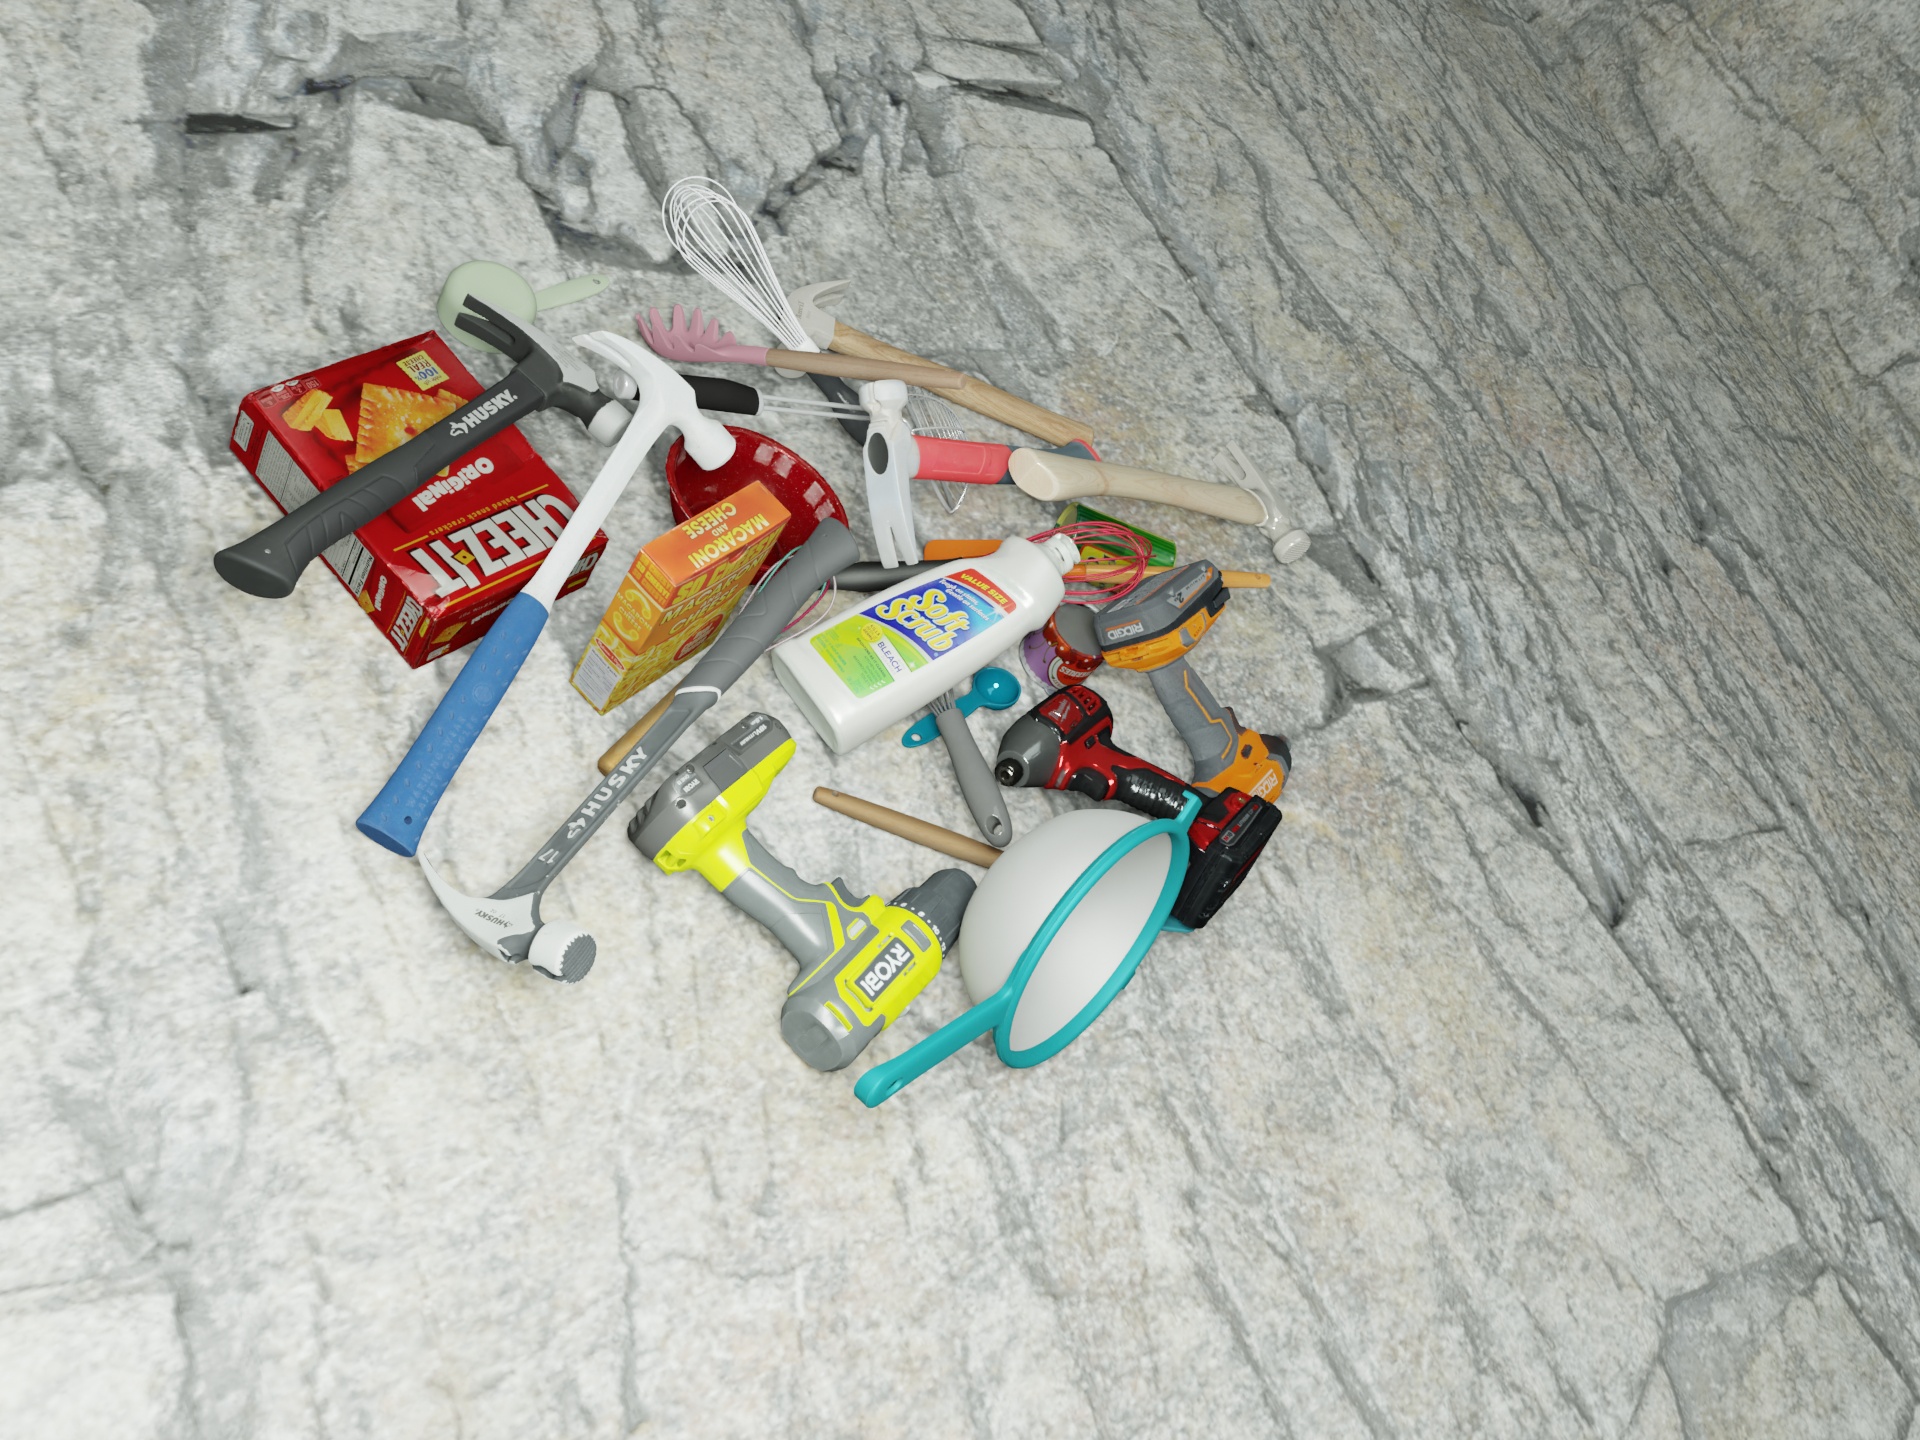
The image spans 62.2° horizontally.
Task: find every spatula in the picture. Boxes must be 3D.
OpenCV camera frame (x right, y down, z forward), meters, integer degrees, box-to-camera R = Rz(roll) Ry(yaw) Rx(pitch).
[{"bbox_3d":[0.128,-0.127,1.418,0.322,0.041,0.081,1,65,-19],"label":"spatula"},{"bbox_3d":[0.036,0.101,1.242,0.317,0.044,0.082,21,36,-17],"label":"spatula"}]

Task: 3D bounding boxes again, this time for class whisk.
[{"bbox_3d":[0.021,-0.126,1.334,0.295,0.073,0.073,-5,59,-8],"label":"whisk"},{"bbox_3d":[-0.156,-0.346,1.383,0.284,0.070,0.070,51,42,-24],"label":"whisk"},{"bbox_3d":[-0.012,-0.001,1.268,0.055,0.055,0.239,-4,57,-34],"label":"whisk"},{"bbox_3d":[-0.173,-0.045,1.168,0.047,0.051,0.245,26,61,35],"label":"whisk"}]

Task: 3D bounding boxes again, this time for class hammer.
[{"bbox_3d":[0.032,-0.208,1.385,0.386,0.038,0.143,-12,96,-60],"label":"hammer"},{"bbox_3d":[-0.374,-0.182,1.087,0.146,0.035,0.335,42,44,-4],"label":"hammer"},{"bbox_3d":[-0.194,-0.004,1.077,0.149,0.036,0.409,17,53,28],"label":"hammer"},{"bbox_3d":[0.184,-0.227,1.507,0.410,0.038,0.146,-1,53,-48],"label":"hammer"},{"bbox_3d":[-0.293,-0.093,1.095,0.143,0.035,0.406,48,56,-38],"label":"hammer"},{"bbox_3d":[-0.019,-0.327,1.519,0.331,0.031,0.130,18,51,-21],"label":"hammer"}]

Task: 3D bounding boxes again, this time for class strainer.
[{"bbox_3d":[0.025,0.159,1.107,0.095,0.210,0.340,36,39,27],"label":"strainer"}]

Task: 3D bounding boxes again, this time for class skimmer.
[{"bbox_3d":[-0.131,-0.240,1.321,0.363,0.090,0.127,-1,62,-39],"label":"skimmer"}]

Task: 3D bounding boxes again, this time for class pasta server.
[{"bbox_3d":[-0.136,-0.306,1.317,0.316,0.040,0.060,13,32,26],"label":"pasta server"}]

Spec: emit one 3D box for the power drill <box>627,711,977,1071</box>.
[{"bbox_3d":[-0.103,0.109,1.128,0.228,0.080,0.190,47,47,1],"label":"power drill"}]

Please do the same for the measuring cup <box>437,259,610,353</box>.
[{"bbox_3d":[-0.354,-0.358,1.322,0.167,0.038,0.083,-33,80,-40],"label":"measuring cup"}]

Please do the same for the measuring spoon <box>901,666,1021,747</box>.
[{"bbox_3d":[-0.002,-0.004,1.316,0.128,0.021,0.042,-32,66,-33],"label":"measuring spoon"}]

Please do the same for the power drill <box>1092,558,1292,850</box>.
[{"bbox_3d":[0.215,-0.018,1.379,0.164,0.084,0.226,-36,106,-46],"label":"power drill"}]

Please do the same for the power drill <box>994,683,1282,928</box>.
[{"bbox_3d":[0.134,0.062,1.278,0.220,0.078,0.143,35,35,16],"label":"power drill"}]
